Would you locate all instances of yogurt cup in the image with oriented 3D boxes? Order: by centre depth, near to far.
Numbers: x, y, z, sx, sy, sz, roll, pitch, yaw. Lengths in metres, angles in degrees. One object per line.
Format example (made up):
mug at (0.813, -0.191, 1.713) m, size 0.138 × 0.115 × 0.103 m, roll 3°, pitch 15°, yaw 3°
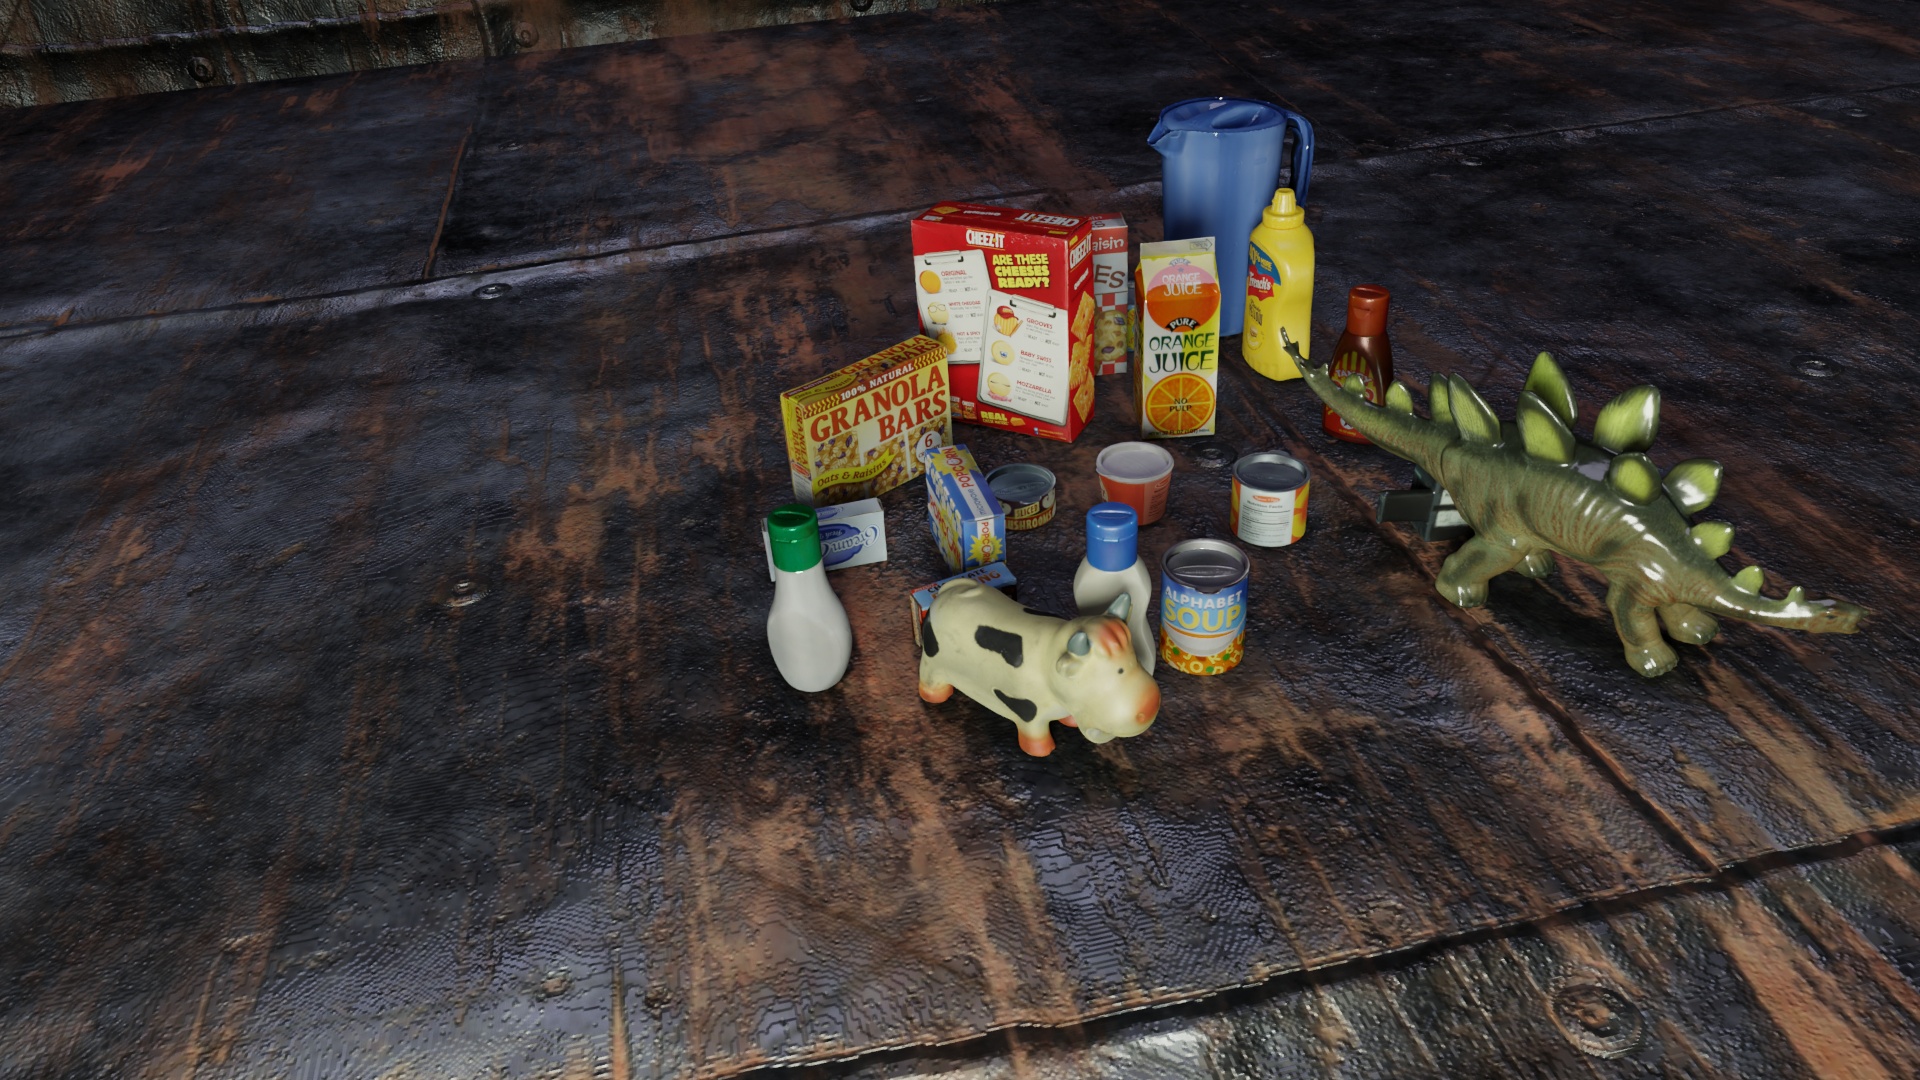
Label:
yogurt cup at (0.155, -0.049, 1.239) m, size 0.072 × 0.053 × 0.073 m, roll -3°, pitch 33°, yaw 2°

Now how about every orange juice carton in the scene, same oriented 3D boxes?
orange juice carton at (0.206, -0.198, 1.335) m, size 0.072 × 0.191 × 0.073 m, roll -4°, pitch 33°, yaw 0°

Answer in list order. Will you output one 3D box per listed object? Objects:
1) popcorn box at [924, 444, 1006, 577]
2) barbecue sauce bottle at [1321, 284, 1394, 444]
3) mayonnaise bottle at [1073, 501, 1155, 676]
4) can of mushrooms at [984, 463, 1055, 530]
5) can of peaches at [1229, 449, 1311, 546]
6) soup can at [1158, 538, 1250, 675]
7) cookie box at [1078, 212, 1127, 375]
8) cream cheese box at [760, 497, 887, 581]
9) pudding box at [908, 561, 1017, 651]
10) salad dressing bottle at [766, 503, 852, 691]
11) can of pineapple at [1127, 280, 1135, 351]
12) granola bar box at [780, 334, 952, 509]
popcorn box at (0.004, -0.015, 1.173) m, size 0.038 × 0.084 × 0.127 m, roll -11°, pitch 34°, yaw -11°
barbecue sauce bottle at (0.379, -0.166, 1.309) m, size 0.065 × 0.147 × 0.044 m, roll 20°, pitch 40°, yaw 32°
mayonnaise bottle at (0.111, 0.043, 1.017) m, size 0.065 × 0.147 × 0.041 m, roll 1°, pitch 33°, yaw 8°
can of mushrooms at (0.054, -0.038, 1.251) m, size 0.071 × 0.033 × 0.071 m, roll -3°, pitch 33°, yaw 2°
can of peaches at (0.269, -0.037, 1.204) m, size 0.071 × 0.057 × 0.071 m, roll -3°, pitch 33°, yaw 2°
soup can at (0.184, 0.052, 1.054) m, size 0.071 × 0.083 × 0.072 m, roll -3°, pitch 33°, yaw 2°
cookie box at (0.111, -0.252, 1.450) m, size 0.123 × 0.166 × 0.040 m, roll -6°, pitch 33°, yaw -4°
cream cheese box at (-0.116, -0.001, 1.192) m, size 0.104 × 0.053 × 0.024 m, roll -11°, pitch 34°, yaw -11°
pudding box at (0.003, 0.053, 1.102) m, size 0.084 × 0.049 × 0.030 m, roll -17°, pitch 35°, yaw -19°
salad dressing bottle at (-0.117, 0.043, 1.039) m, size 0.064 × 0.146 × 0.044 m, roll 7°, pitch 35°, yaw 17°
can of pineapple at (0.190, -0.247, 1.535) m, size 0.071 × 0.057 × 0.071 m, roll -3°, pitch 33°, yaw 2°
granola bar box at (-0.083, -0.104, 1.283) m, size 0.166 × 0.123 × 0.039 m, roll -28°, pitch 40°, yaw -33°
